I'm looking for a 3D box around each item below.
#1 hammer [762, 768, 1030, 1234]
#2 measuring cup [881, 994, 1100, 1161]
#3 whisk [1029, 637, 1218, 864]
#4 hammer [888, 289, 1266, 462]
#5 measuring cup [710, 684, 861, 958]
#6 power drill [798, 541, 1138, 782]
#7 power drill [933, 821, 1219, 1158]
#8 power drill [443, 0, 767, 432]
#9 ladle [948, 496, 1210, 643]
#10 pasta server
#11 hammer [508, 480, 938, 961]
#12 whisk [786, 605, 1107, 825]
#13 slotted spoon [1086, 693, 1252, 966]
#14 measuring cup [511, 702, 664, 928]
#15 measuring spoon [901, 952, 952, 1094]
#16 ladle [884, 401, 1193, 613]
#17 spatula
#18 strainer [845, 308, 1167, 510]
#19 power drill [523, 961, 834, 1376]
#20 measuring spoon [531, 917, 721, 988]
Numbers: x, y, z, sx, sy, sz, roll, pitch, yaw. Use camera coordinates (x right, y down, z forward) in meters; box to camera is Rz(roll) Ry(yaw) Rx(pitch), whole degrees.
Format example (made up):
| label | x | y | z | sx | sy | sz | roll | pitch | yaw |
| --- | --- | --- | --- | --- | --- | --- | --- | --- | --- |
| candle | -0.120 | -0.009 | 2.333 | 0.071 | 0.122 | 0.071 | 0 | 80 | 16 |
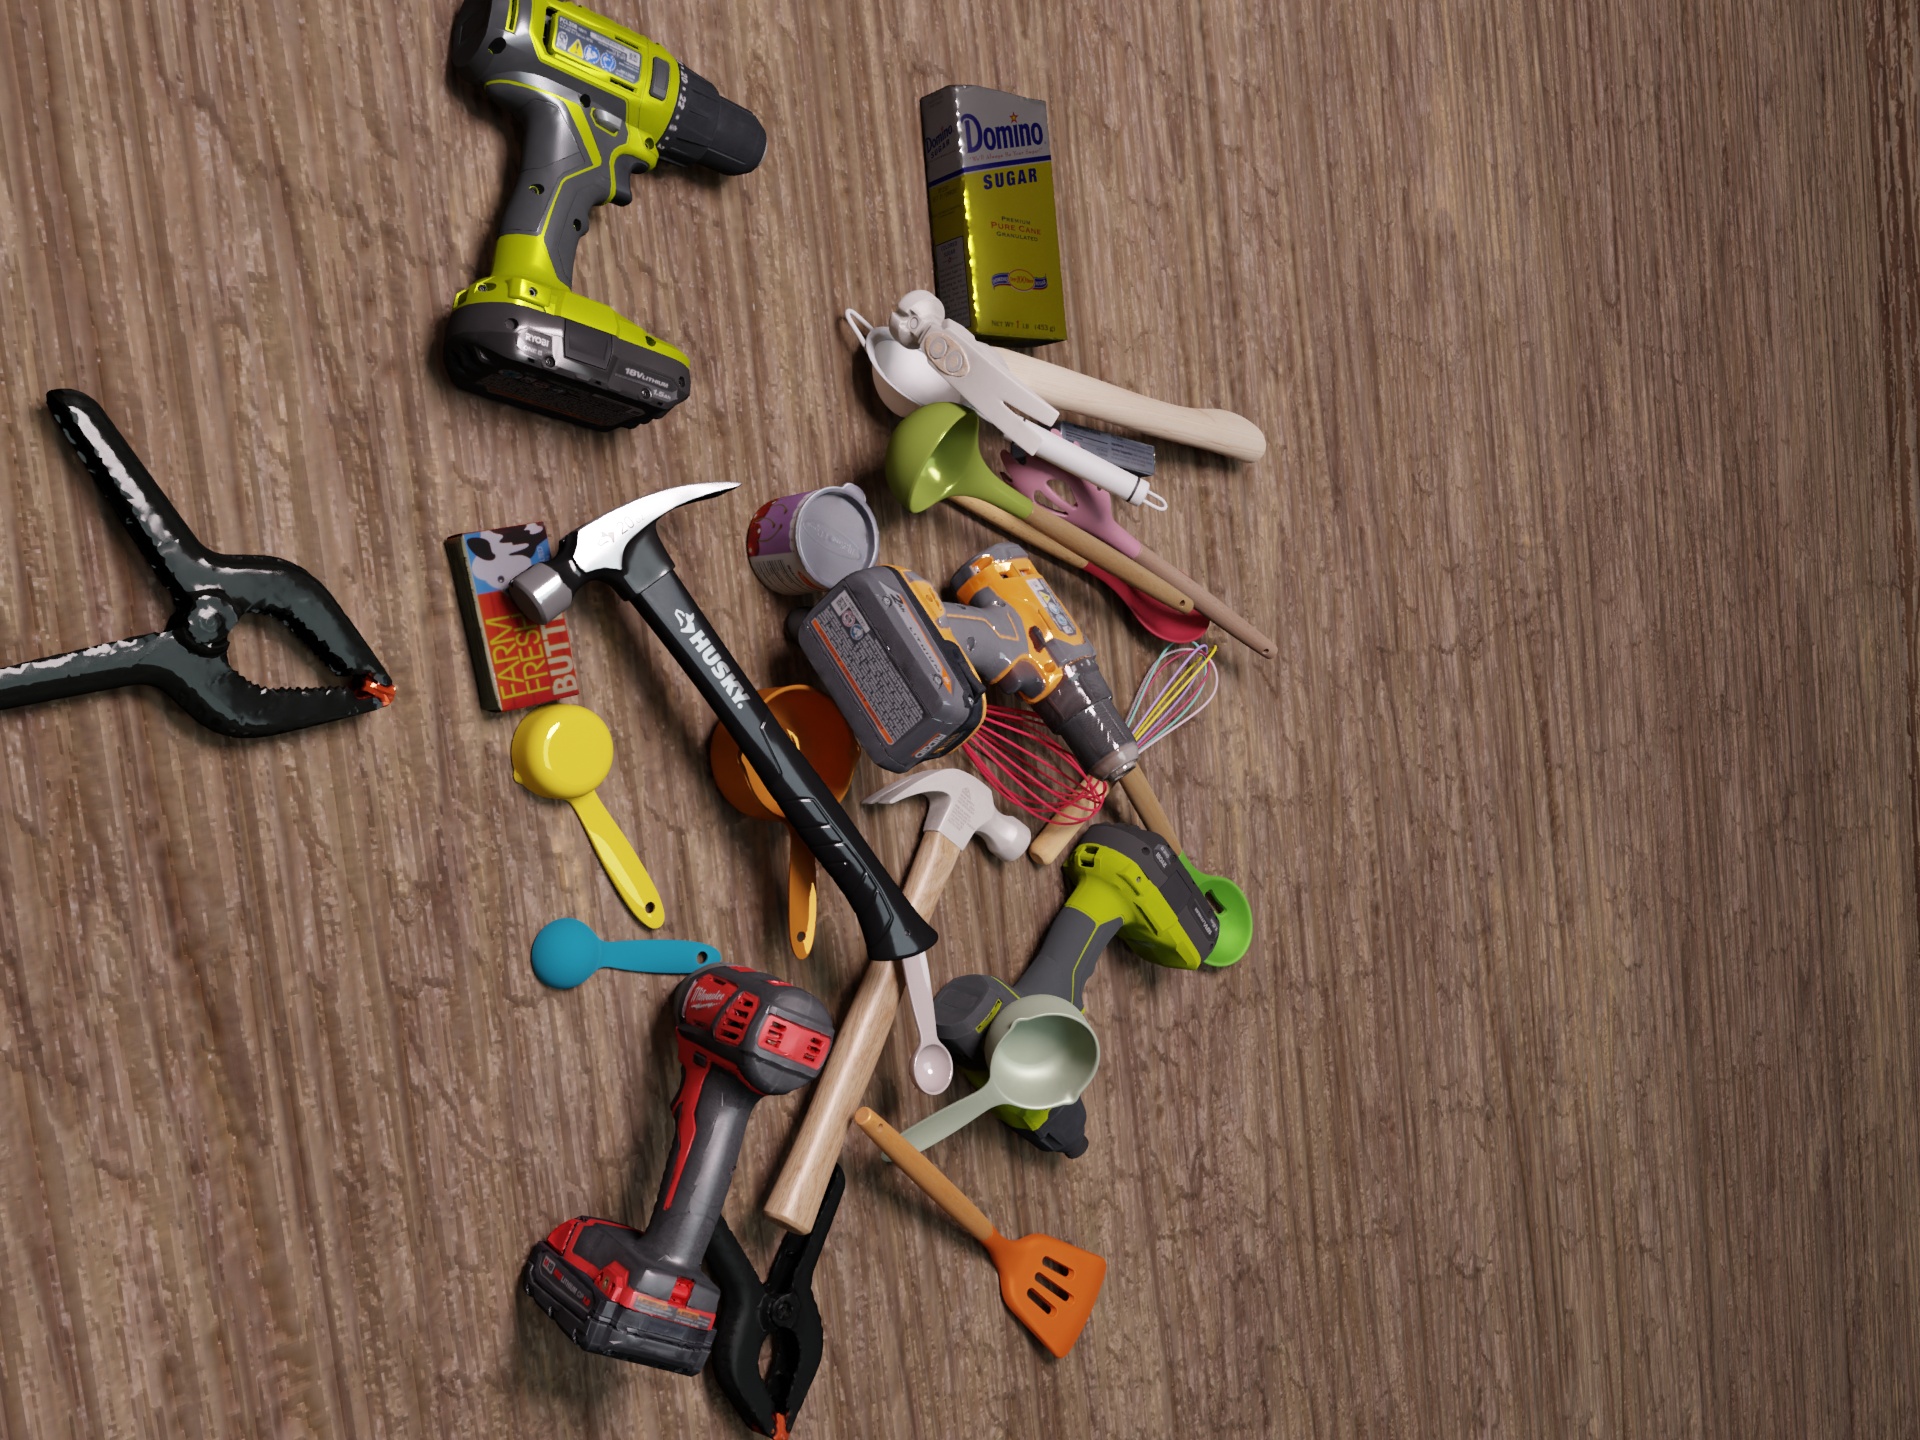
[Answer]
| label | x | y | z | sx | sy | sz | roll | pitch | yaw |
| --- | --- | --- | --- | --- | --- | --- | --- | --- | --- |
| hammer | -0.054 | 0.178 | 1.066 | 0.130 | 0.031 | 0.331 | 41 | 59 | -31 |
| measuring cup | 0.015 | 0.246 | 1.083 | 0.167 | 0.038 | 0.083 | -32 | 115 | 3 |
| whisk | 0.130 | 0.020 | 1.239 | 0.245 | 0.047 | 0.051 | -48 | 120 | -27 |
| hammer | 0.124 | -0.224 | 1.167 | 0.410 | 0.146 | 0.038 | 0 | 130 | -52 |
| measuring cup | -0.116 | 0.064 | 1.018 | 0.095 | 0.052 | 0.173 | -3 | 93 | -41 |
| power drill | 0.019 | -0.027 | 1.051 | 0.226 | 0.084 | 0.185 | -15 | 68 | -55 |
| power drill | 0.091 | 0.201 | 1.184 | 0.223 | 0.080 | 0.171 | -49 | 119 | -26 |
| power drill | -0.205 | -0.292 | 0.927 | 0.190 | 0.080 | 0.228 | 12 | 79 | -40 |
| ladle | 0.076 | -0.130 | 1.202 | 0.315 | 0.031 | 0.069 | 23 | 58 | -37 |
| pasta server | 0.148 | -0.123 | 1.217 | 0.316 | 0.060 | 0.040 | 30 | 35 | -38 |
| hammer | -0.114 | 0.011 | 0.959 | 0.146 | 0.035 | 0.334 | -42 | 108 | -27 |
| whisk | -0.002 | -0.004 | 1.117 | 0.295 | 0.073 | 0.073 | 31 | 70 | -30 |
| slotted spoon | 0.158 | 0.085 | 1.243 | 0.070 | 0.031 | 0.313 | -49 | 129 | -21 |
| measuring cup | -0.210 | 0.060 | 0.947 | 0.062 | 0.029 | 0.156 | -39 | 113 | -34 |
| measuring spoon | -0.031 | 0.187 | 1.059 | 0.034 | 0.018 | 0.124 | -3 | 80 | -44 |
| ladle | 0.070 | -0.132 | 1.115 | 0.319 | 0.062 | 0.078 | 24 | 103 | -40 |
| spatula | 0.014 | 0.350 | 1.112 | 0.081 | 0.041 | 0.322 | -59 | 137 | -24 |
| strainer | 0.028 | -0.203 | 1.098 | 0.258 | 0.050 | 0.087 | 26 | 38 | -6 |
| power drill | -0.162 | 0.247 | 0.925 | 0.078 | 0.143 | 0.220 | 30 | 77 | -33 |
| measuring spoon | -0.196 | 0.143 | 0.964 | 0.128 | 0.021 | 0.042 | 9 | 84 | -40 |
